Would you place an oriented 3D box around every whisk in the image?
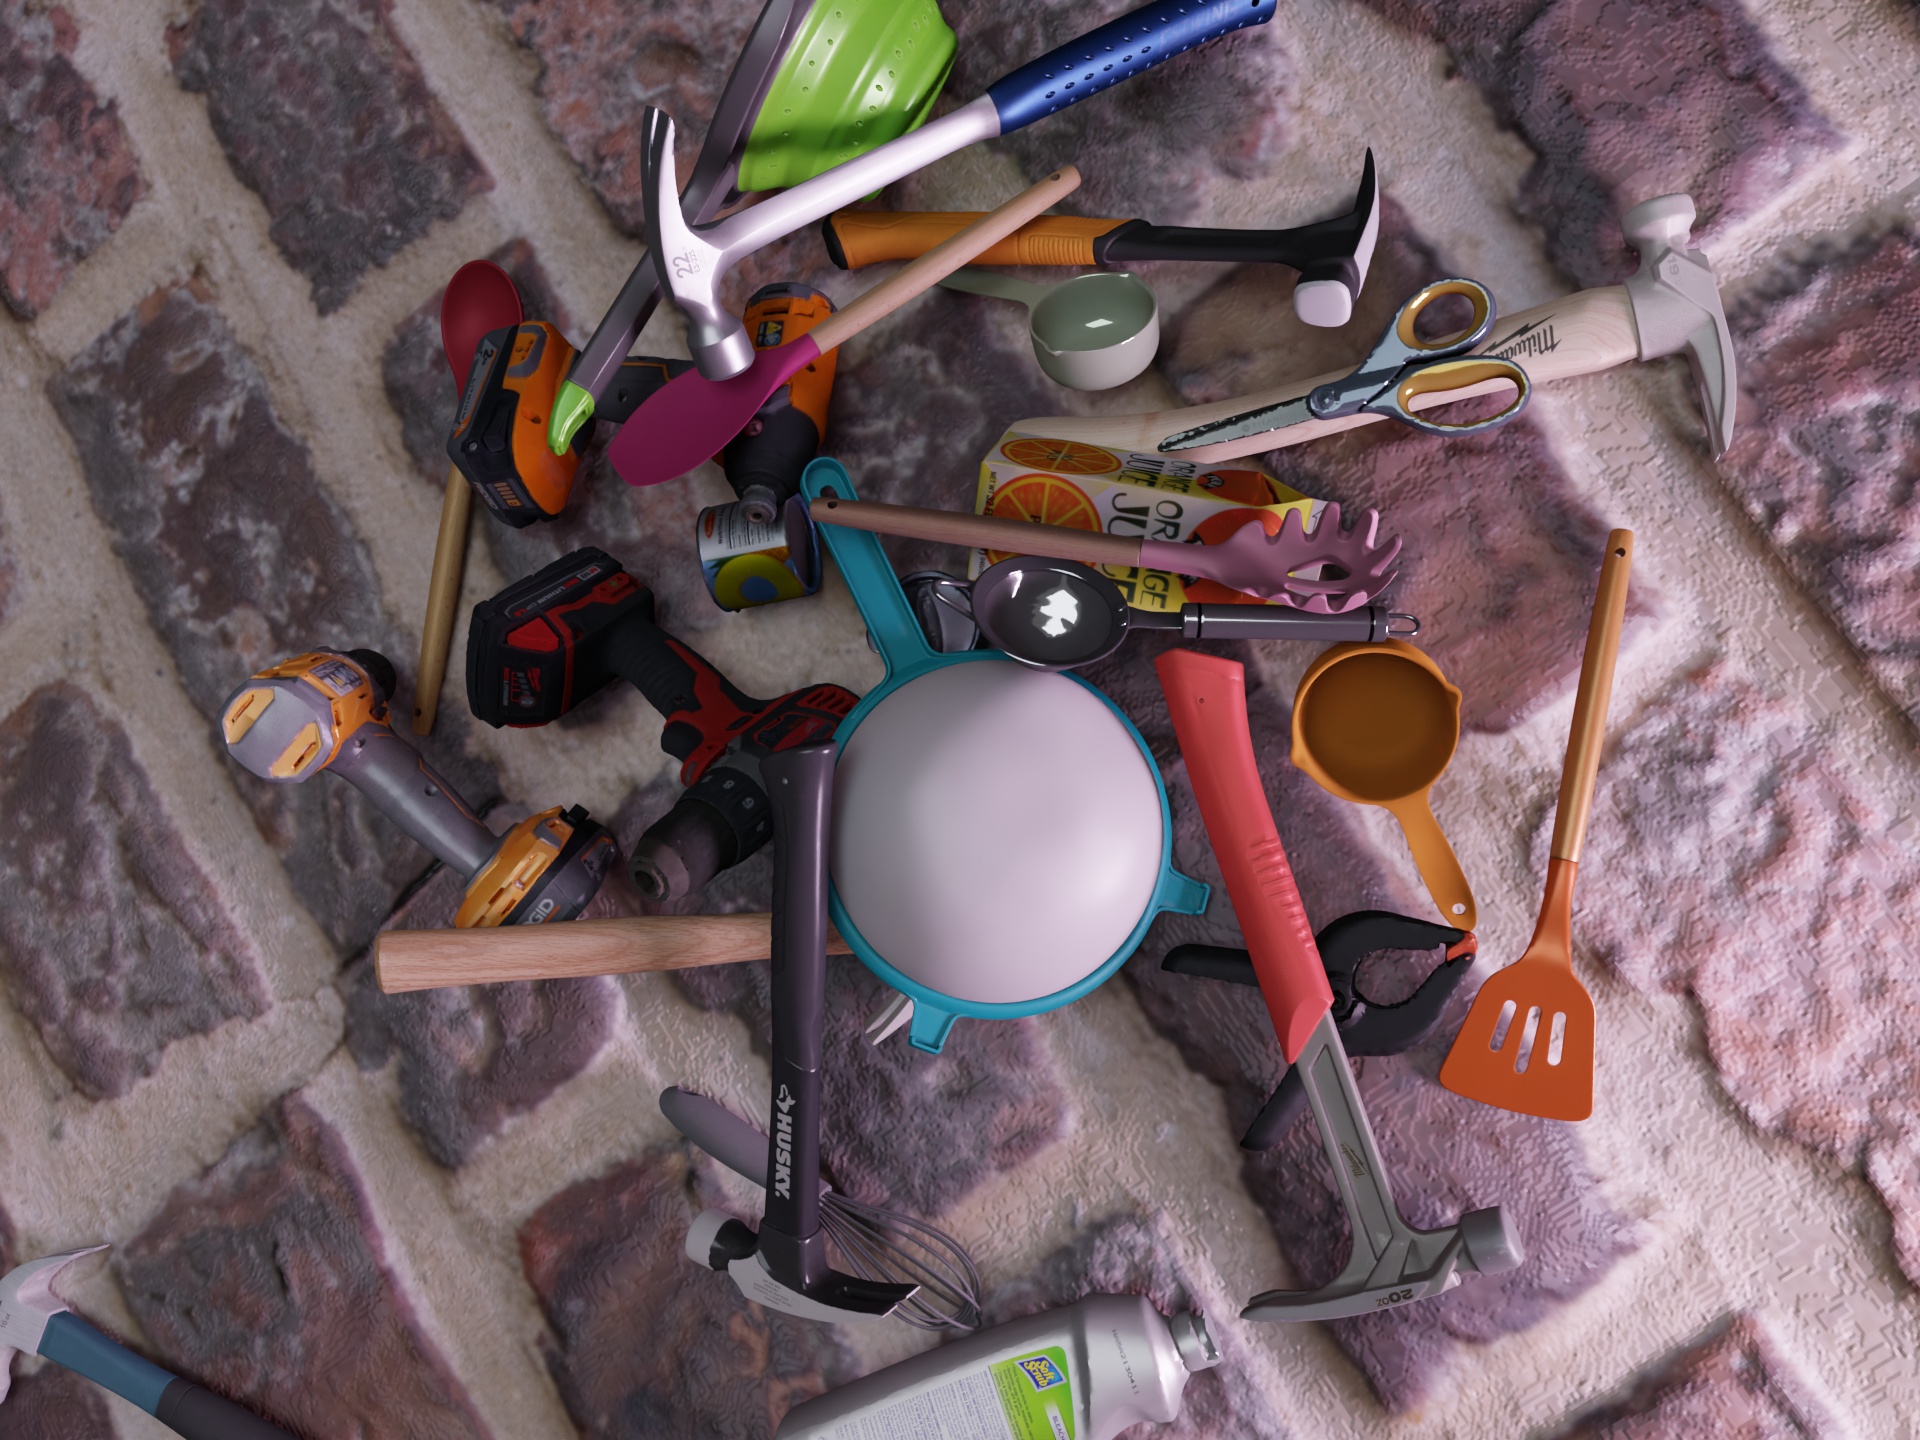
[{"bbox_3d":[-0.086,0.284,0.935,0.239,0.055,0.055,29,92,20],"label":"whisk"}]

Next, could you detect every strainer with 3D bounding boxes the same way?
[{"bbox_3d":[-0.001,-0.003,0.869,0.211,0.095,0.340,-25,86,-15],"label":"strainer"},{"bbox_3d":[0.114,-0.051,0.844,0.258,0.050,0.087,1,47,3],"label":"strainer"}]

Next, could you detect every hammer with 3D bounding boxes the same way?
[{"bbox_3d":[0.007,-0.342,0.892,0.405,0.143,0.035,-31,41,-14],"label":"hammer"},{"bbox_3d":[-0.504,0.448,1.034,0.331,0.033,0.128,20,91,15],"label":"hammer"},{"bbox_3d":[-0.158,0.128,0.907,0.331,0.031,0.130,-3,102,-11],"label":"hammer"},{"bbox_3d":[0.167,0.134,0.854,0.149,0.036,0.359,-21,81,21],"label":"hammer"},{"bbox_3d":[0.218,-0.175,0.910,0.410,0.038,0.146,-12,83,13],"label":"hammer"},{"bbox_3d":[0.075,-0.290,0.945,0.337,0.034,0.127,8,53,21],"label":"hammer"},{"bbox_3d":[-0.085,0.171,0.864,0.146,0.035,0.334,12,107,32],"label":"hammer"}]

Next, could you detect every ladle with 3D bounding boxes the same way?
[{"bbox_3d":[-0.333,-0.146,1.054,0.069,0.031,0.315,8,88,25],"label":"ladle"}]

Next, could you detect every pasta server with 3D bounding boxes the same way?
[{"bbox_3d":[0.069,-0.097,0.844,0.316,0.040,0.060,9,61,12],"label":"pasta server"}]

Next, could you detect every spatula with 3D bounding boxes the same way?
[{"bbox_3d":[0.331,0.053,0.865,0.081,0.041,0.323,11,83,15],"label":"spatula"}]

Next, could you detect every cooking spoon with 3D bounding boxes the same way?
[{"bbox_3d":[-0.063,-0.230,0.913,0.319,0.017,0.069,-35,57,-6],"label":"cooking spoon"}]

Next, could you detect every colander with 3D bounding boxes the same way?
[{"bbox_3d":[-0.105,-0.307,0.929,0.094,0.204,0.397,30,82,-8],"label":"colander"}]

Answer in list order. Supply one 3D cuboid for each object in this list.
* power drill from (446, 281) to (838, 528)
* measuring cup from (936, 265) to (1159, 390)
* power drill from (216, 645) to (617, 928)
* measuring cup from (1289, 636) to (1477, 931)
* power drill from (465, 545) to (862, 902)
[{"bbox_3d":[-0.189,-0.180,0.970,0.226,0.084,0.164,-4,57,13],"label":"power drill"},{"bbox_3d":[0.046,-0.243,0.962,0.168,0.038,0.083,25,60,34],"label":"measuring cup"},{"bbox_3d":[-0.322,0.040,0.969,0.226,0.185,0.084,40,96,-11],"label":"power drill"},{"bbox_3d":[0.245,0.034,0.880,0.095,0.052,0.173,-24,101,17],"label":"measuring cup"},{"bbox_3d":[-0.184,0.004,0.927,0.227,0.188,0.080,30,131,17],"label":"power drill"}]
